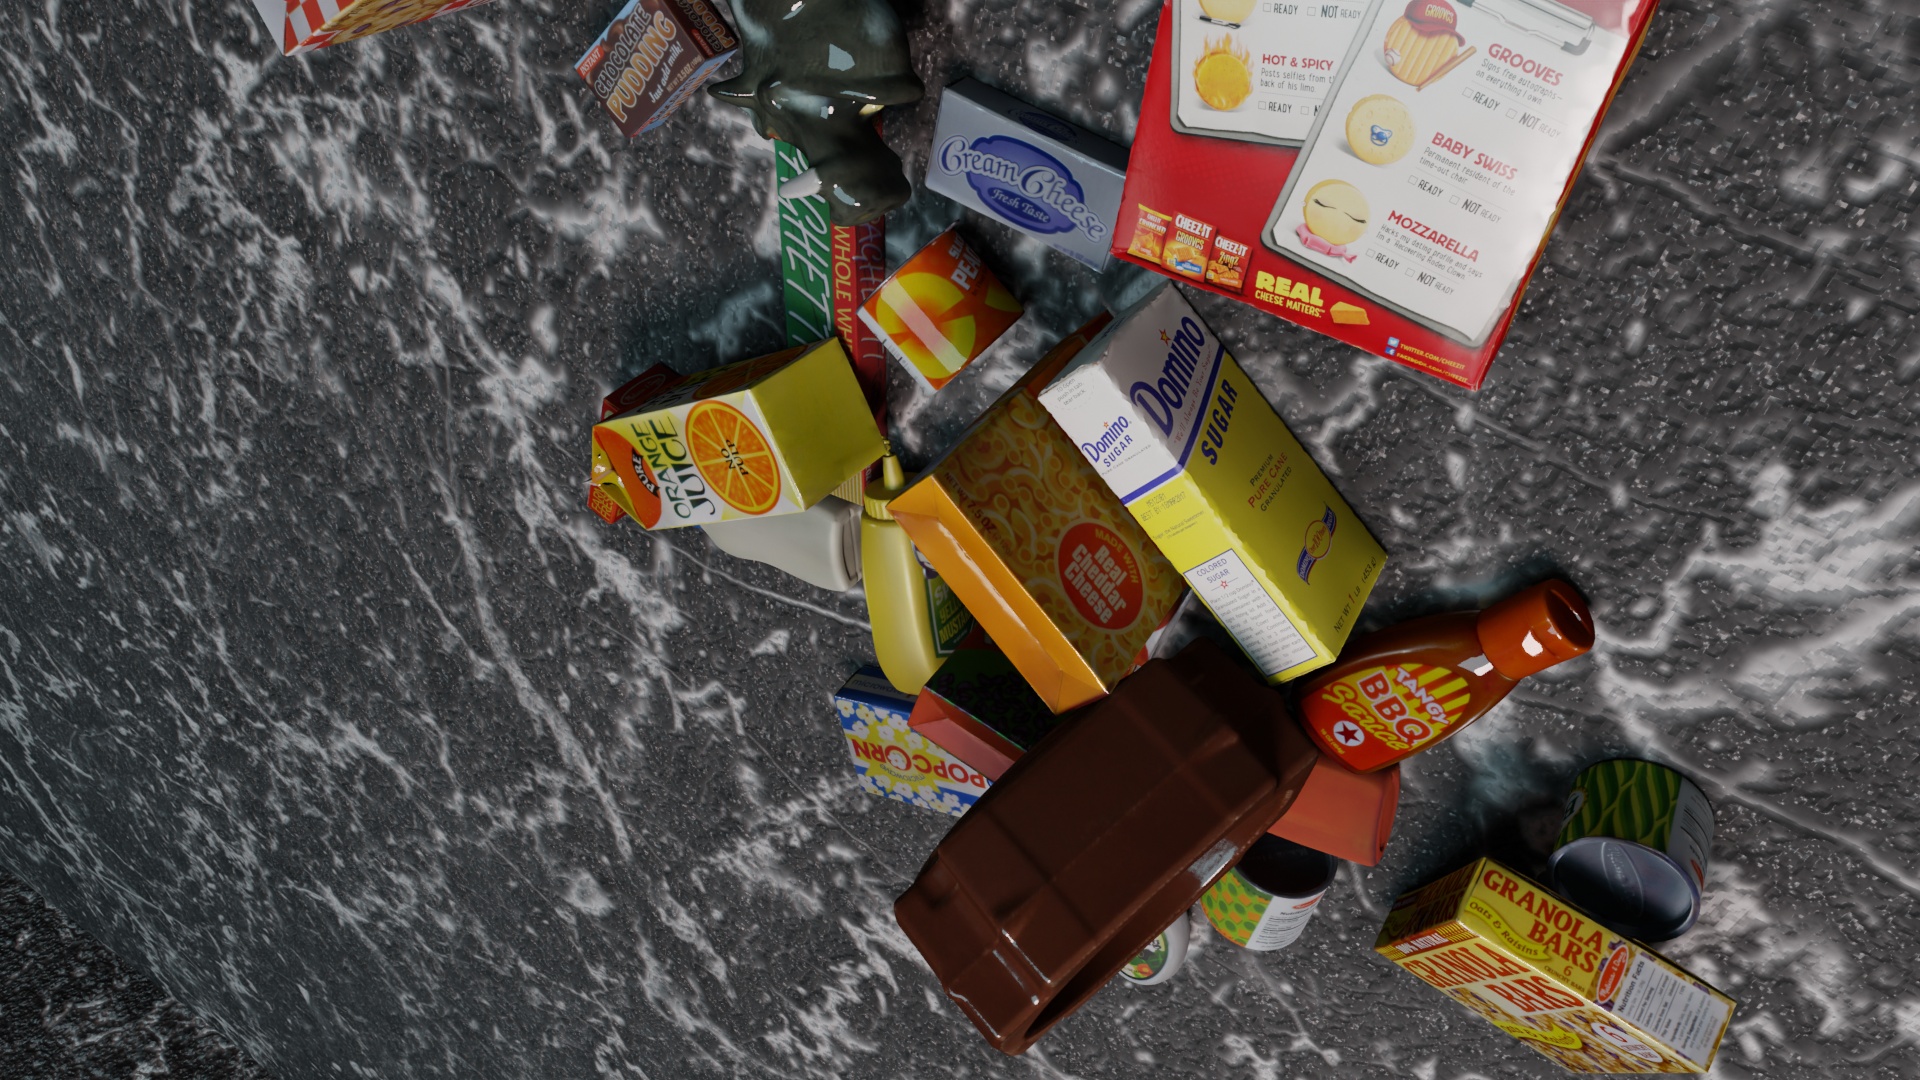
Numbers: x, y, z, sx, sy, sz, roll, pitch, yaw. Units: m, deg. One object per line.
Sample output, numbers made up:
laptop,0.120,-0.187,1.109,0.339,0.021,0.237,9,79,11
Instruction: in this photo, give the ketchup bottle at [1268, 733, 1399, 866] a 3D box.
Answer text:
ketchup bottle,0.166,0.131,0.778,0.149,0.044,0.064,14,126,27

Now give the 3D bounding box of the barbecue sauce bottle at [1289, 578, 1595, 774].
barbecue sauce bottle,0.234,0.064,0.678,0.065,0.044,0.148,48,136,-4

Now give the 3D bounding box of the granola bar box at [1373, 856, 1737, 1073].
granola bar box,0.292,0.219,0.707,0.124,0.039,0.165,30,163,13

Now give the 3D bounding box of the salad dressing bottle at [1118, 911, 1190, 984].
salad dressing bottle,0.107,0.216,0.885,0.064,0.044,0.147,5,124,35

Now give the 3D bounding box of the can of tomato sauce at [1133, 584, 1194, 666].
can of tomato sauce,0.079,0.019,0.737,0.083,0.071,0.070,31,135,12

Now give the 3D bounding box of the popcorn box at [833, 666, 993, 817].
popcorn box,-0.016,0.136,0.918,0.127,0.038,0.084,8,125,32

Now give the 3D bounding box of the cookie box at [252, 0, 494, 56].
cookie box,-0.230,-0.285,0.657,0.122,0.168,0.040,-9,113,40

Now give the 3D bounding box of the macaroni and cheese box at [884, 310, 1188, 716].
macaroni and cheese box,0.056,-0.018,0.654,0.123,0.167,0.040,51,136,-8

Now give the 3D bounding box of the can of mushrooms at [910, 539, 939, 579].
can of mushrooms,0.003,-0.010,0.771,0.033,0.071,0.070,13,129,26

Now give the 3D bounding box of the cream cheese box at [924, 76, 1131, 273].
cream cheese box,0.035,-0.173,0.655,0.104,0.024,0.053,29,134,14

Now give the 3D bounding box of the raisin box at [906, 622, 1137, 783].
raisin box,0.040,0.079,0.771,0.086,0.124,0.039,31,134,12

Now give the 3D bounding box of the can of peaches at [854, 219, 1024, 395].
can of peaches,-0.008,-0.116,0.700,0.058,0.071,0.071,49,136,-6

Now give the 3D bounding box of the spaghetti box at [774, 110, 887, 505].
spaghetti box,-0.069,-0.131,0.759,0.050,0.029,0.248,20,132,22

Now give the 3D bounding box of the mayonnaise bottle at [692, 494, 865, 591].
mayonnaise bottle,-0.128,-0.015,0.882,0.148,0.041,0.064,16,129,27

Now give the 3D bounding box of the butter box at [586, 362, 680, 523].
butter box,-0.210,-0.061,0.897,0.024,0.053,0.103,35,136,11

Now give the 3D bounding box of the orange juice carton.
orange juice carton,-0.140,-0.056,0.797,0.192,0.072,0.073,-5,116,44

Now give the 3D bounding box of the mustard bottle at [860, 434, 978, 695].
mustard bottle,-0.029,0.013,0.816,0.049,0.066,0.159,5,120,31

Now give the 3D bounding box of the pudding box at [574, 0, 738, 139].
pudding box,-0.160,-0.255,0.729,0.083,0.030,0.049,-24,105,44

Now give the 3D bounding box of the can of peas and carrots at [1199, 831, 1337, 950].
can of peas and carrots,0.175,0.192,0.804,0.071,0.071,0.058,27,135,16

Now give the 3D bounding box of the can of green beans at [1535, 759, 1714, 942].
can of green beans,0.322,0.148,0.668,0.071,0.058,0.071,19,131,23
